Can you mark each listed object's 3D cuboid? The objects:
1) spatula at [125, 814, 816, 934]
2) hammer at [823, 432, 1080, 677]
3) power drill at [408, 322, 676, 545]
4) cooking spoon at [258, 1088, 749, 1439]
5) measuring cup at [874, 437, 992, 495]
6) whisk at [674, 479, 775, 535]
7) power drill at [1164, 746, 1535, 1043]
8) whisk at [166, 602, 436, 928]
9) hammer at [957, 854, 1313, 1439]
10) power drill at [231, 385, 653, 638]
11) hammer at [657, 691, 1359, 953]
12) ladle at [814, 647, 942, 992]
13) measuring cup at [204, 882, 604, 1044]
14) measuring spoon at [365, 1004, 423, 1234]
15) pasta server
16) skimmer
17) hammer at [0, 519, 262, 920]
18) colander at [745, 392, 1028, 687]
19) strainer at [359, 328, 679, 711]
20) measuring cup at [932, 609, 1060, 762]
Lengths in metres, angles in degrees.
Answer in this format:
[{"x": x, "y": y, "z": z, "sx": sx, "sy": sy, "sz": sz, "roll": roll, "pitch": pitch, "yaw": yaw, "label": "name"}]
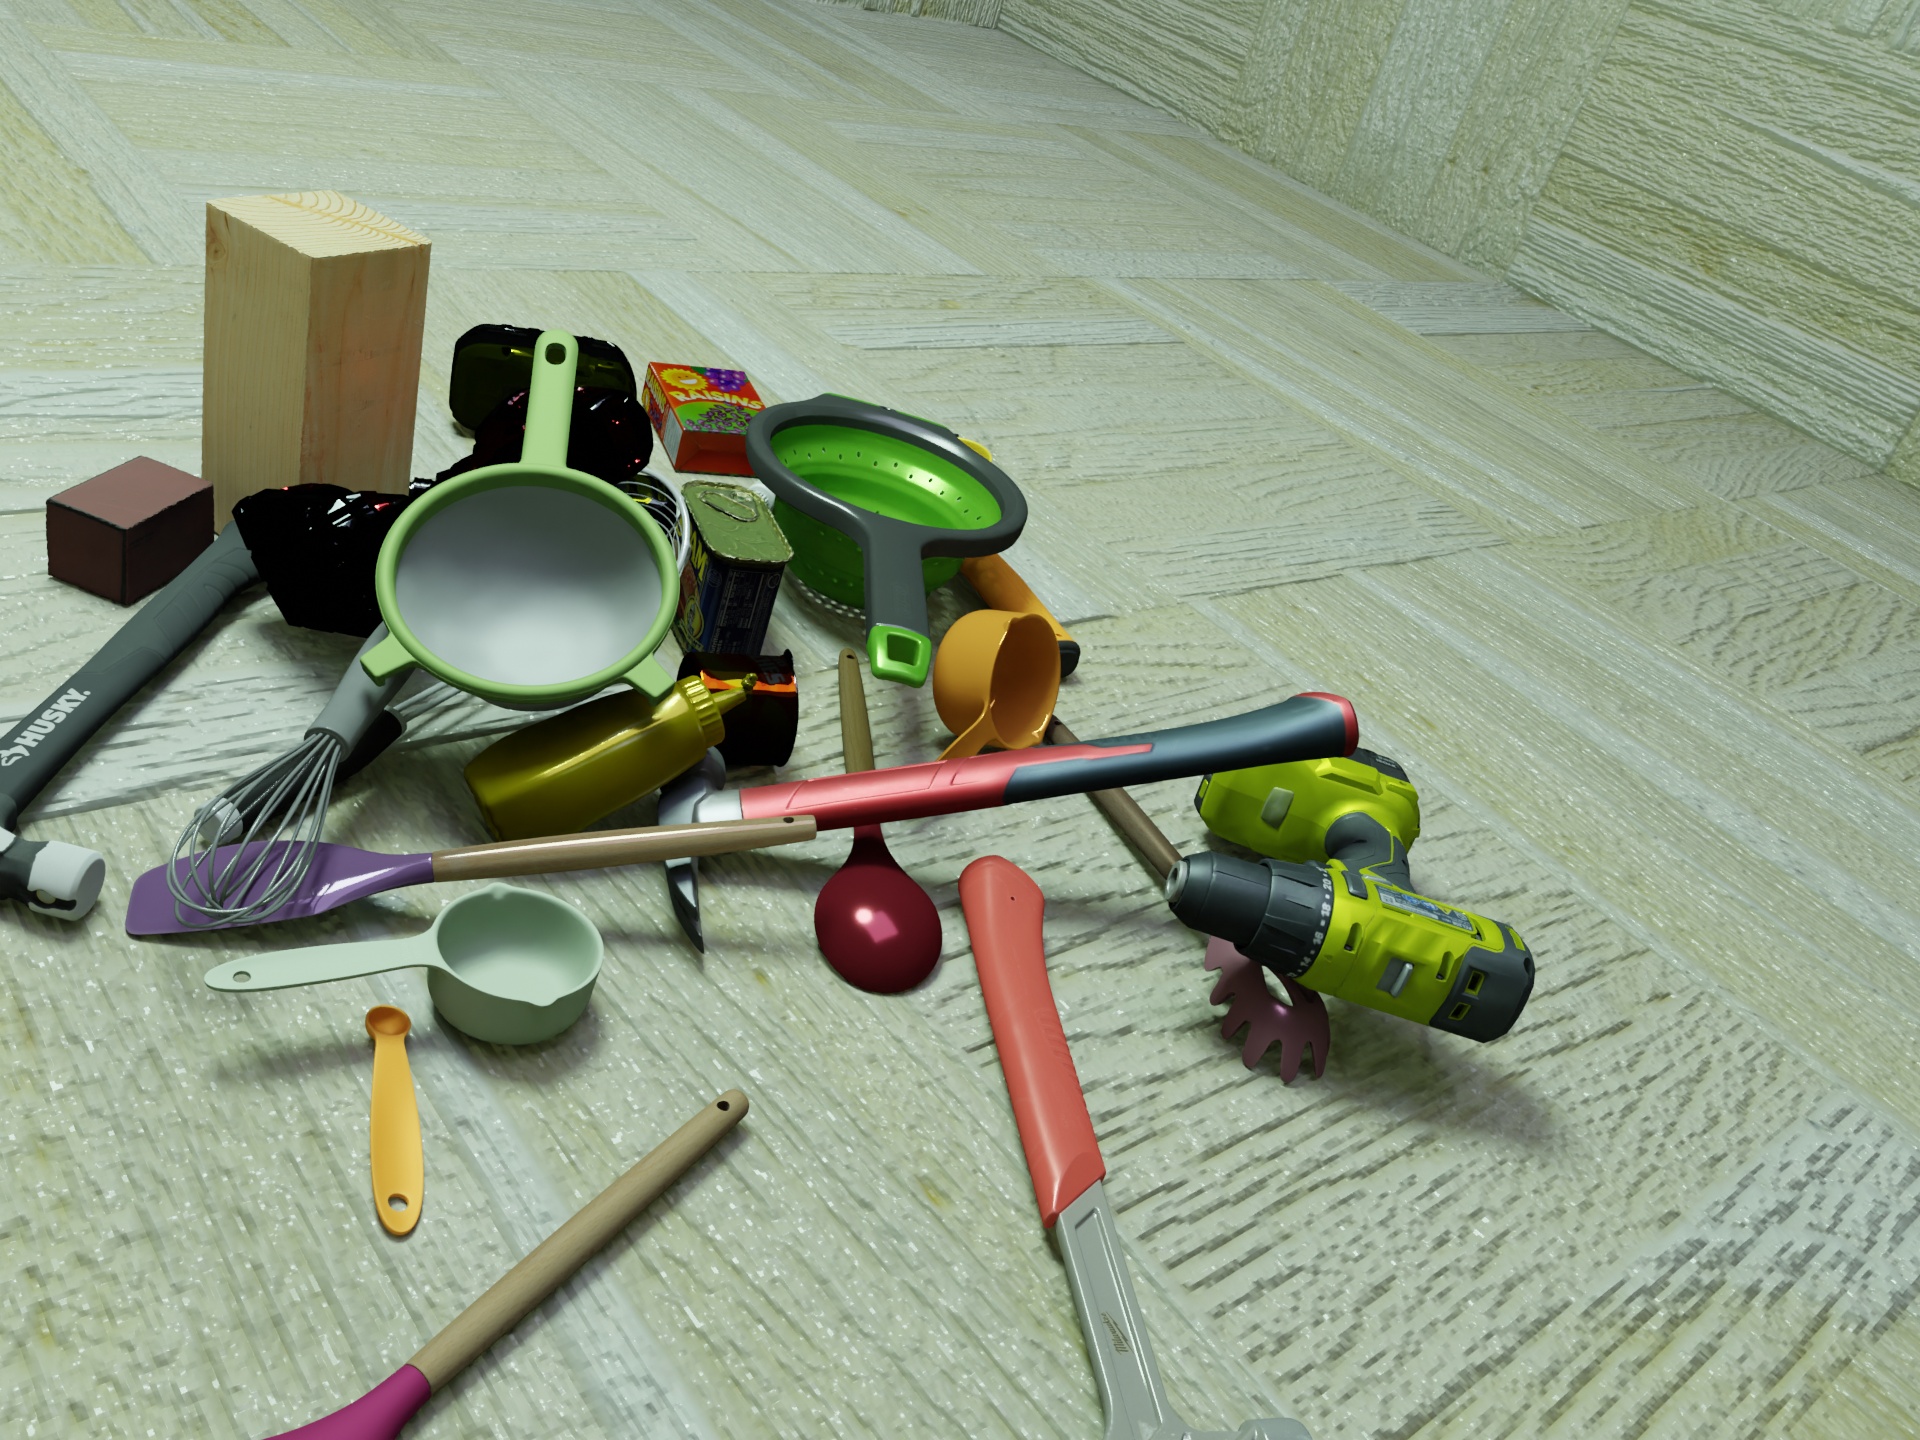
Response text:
[{"x": -0.226, "y": 0.066, "z": 0.763, "sx": 0.316, "sy": 0.018, "sz": 0.060, "roll": -5, "pitch": 36, "yaw": -14, "label": "spatula"}, {"x": 0.006, "y": -0.137, "z": 1.230, "sx": 0.127, "sy": 0.034, "sz": 0.337, "roll": -4, "pitch": 37, "yaw": -29, "label": "hammer"}, {"x": -0.299, "y": -0.195, "z": 1.127, "sx": 0.171, "sy": 0.080, "sz": 0.223, "roll": 5, "pitch": 37, "yaw": -21, "label": "power drill"}, {"x": -0.180, "y": 0.225, "z": 0.584, "sx": 0.069, "sy": 0.017, "sz": 0.319, "roll": 31, "pitch": 34, "yaw": 18, "label": "cooking spoon"}, {"x": -0.050, "y": -0.188, "z": 1.235, "sx": 0.156, "sy": 0.029, "sz": 0.062, "roll": -12, "pitch": 43, "yaw": -19, "label": "measuring cup"}, {"x": -0.151, "y": -0.162, "z": 1.184, "sx": 0.059, "sy": 0.058, "sz": 0.246, "roll": 54, "pitch": 27, "yaw": -11, "label": "whisk"}, {"x": 0.201, "y": 0.081, "z": 0.903, "sx": 0.190, "sy": 0.080, "sz": 0.229, "roll": 18, "pitch": 21, "yaw": -6, "label": "power drill"}, {"x": -0.307, "y": 0.012, "z": 0.767, "sx": 0.055, "sy": 0.055, "sz": 0.239, "roll": 16, "pitch": 38, "yaw": -3, "label": "whisk"}, {"x": 0.036, "y": 0.190, "z": 0.732, "sx": 0.149, "sy": 0.036, "sz": 0.359, "roll": 7, "pitch": 33, "yaw": -17, "label": "hammer"}, {"x": -0.303, "y": -0.137, "z": 0.945, "sx": 0.143, "sy": 0.078, "sz": 0.220, "roll": 9, "pitch": 37, "yaw": 39, "label": "power drill"}, {"x": 0.033, "y": 0.039, "z": 0.857, "sx": 0.386, "sy": 0.038, "sz": 0.143, "roll": -8, "pitch": 35, "yaw": -8, "label": "hammer"}, {"x": -0.056, "y": 0.041, "z": 0.929, "sx": 0.069, "sy": 0.031, "sz": 0.316, "roll": 9, "pitch": 31, "yaw": -14, "label": "ladle"}, {"x": -0.242, "y": 0.115, "z": 0.699, "sx": 0.167, "sy": 0.038, "sz": 0.083, "roll": -2, "pitch": 36, "yaw": -33, "label": "measuring cup"}, {"x": -0.236, "y": 0.165, "z": 0.660, "sx": 0.021, "sy": 0.011, "sz": 0.117, "roll": 13, "pitch": 33, "yaw": -32, "label": "measuring spoon"}, {"x": 0.120, "y": 0.090, "z": 0.943, "sx": 0.060, "sy": 0.040, "sz": 0.317, "roll": -1, "pitch": 32, "yaw": -28, "label": "pasta server"}, {"x": -0.282, "y": -0.050, "z": 0.891, "sx": 0.127, "sy": 0.090, "sz": 0.363, "roll": 13, "pitch": 29, "yaw": 21, "label": "skimmer"}, {"x": -0.445, "y": -0.024, "z": 0.824, "sx": 0.146, "sy": 0.035, "sz": 0.335, "roll": 16, "pitch": 31, "yaw": -5, "label": "hammer"}, {"x": -0.057, "y": -0.099, "z": 1.061, "sx": 0.204, "sy": 0.094, "sz": 0.397, "roll": 14, "pitch": 29, "yaw": -12, "label": "colander"}, {"x": -0.230, "y": -0.102, "z": 0.868, "sx": 0.151, "sy": 0.069, "sz": 0.257, "roll": 4, "pitch": 56, "yaw": -12, "label": "strainer"}, {"x": -0.002, "y": -0.003, "z": 0.985, "sx": 0.052, "sy": 0.095, "sz": 0.174, "roll": 11, "pitch": 41, "yaw": 34, "label": "measuring cup"}]
